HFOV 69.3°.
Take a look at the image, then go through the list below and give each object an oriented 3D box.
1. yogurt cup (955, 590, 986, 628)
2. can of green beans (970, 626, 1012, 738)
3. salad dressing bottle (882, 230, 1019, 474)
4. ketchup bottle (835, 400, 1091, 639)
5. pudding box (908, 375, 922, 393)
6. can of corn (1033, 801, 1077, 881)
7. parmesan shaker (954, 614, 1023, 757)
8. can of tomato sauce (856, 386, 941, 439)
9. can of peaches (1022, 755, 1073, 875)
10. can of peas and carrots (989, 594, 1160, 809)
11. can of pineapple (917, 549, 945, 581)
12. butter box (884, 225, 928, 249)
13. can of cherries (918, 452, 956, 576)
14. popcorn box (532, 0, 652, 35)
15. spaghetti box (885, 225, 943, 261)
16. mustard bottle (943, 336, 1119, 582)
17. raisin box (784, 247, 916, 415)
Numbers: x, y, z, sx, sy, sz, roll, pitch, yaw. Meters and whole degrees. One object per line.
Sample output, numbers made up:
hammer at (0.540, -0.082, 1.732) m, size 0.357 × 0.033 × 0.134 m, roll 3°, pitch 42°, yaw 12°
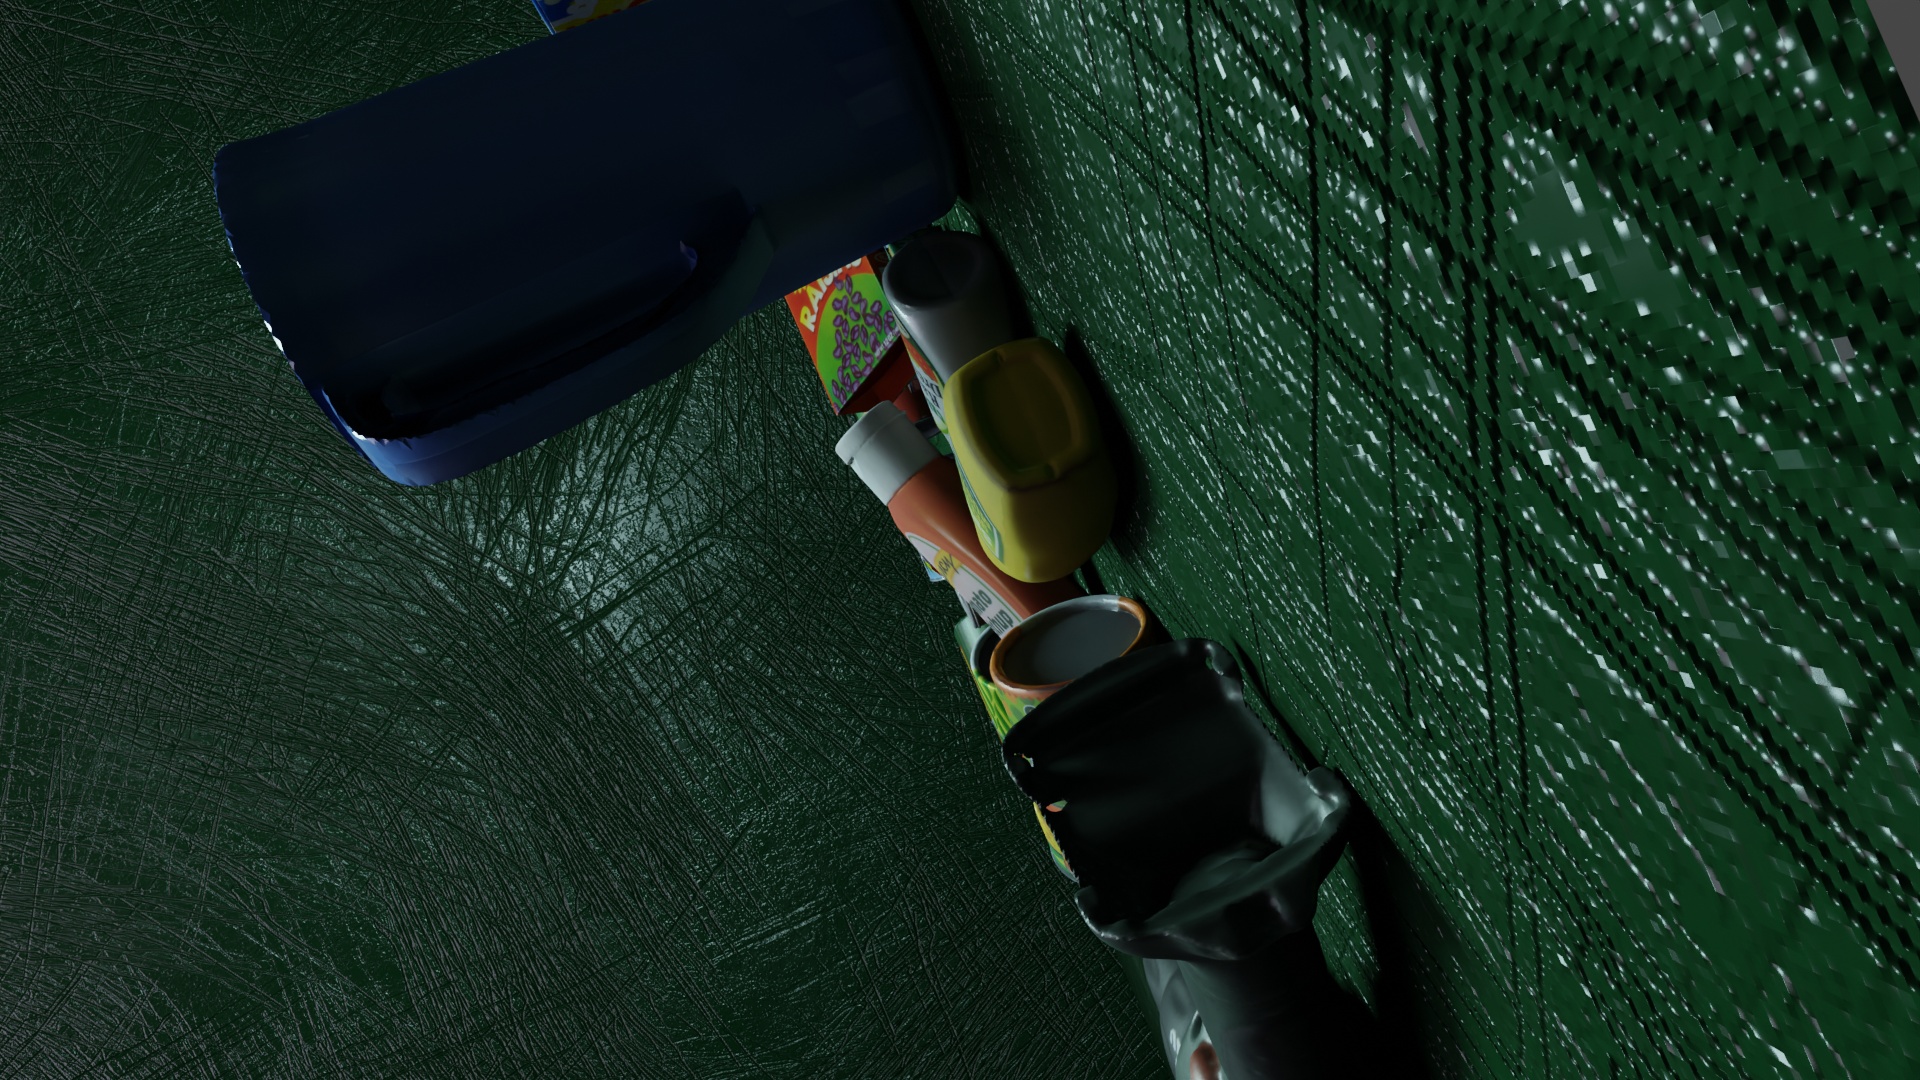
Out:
yogurt cup at (0.020, 0.014, 0.871) m, size 0.072 × 0.054 × 0.072 m, roll 162°, pitch 84°, yaw -87°
can of green beans at (0.045, 0.087, 0.874) m, size 0.071 × 0.071 × 0.057 m, roll -117°, pitch 5°, yaw -48°
salad dressing bottle at (0.008, -0.059, 0.575) m, size 0.147 × 0.044 × 0.064 m, roll 69°, pitch 175°, yaw -52°
ketchup bottle at (0.004, -0.002, 0.663) m, size 0.149 × 0.043 × 0.064 m, roll 47°, pitch 165°, yaw 3°
pudding box at (-0.030, -0.130, 0.853) m, size 0.083 × 0.030 × 0.050 m, roll 77°, pitch 170°, yaw -75°
can of corn at (0.084, 0.169, 0.847) m, size 0.058 × 0.071 × 0.071 m, roll 70°, pitch 176°, yaw -46°
parmesan shaker at (0.046, 0.096, 0.969) m, size 0.071 × 0.071 × 0.103 m, roll 73°, pitch 173°, yaw -68°
can of tomato sauce at (-0.049, -0.110, 0.969) m, size 0.071 × 0.071 × 0.083 m, roll 87°, pitch 159°, yaw -82°
can of peaches at (0.069, 0.110, 0.622) m, size 0.071 × 0.071 × 0.058 m, roll -125°, pitch 12°, yaw -75°
can of peas and carrots at (0.051, 0.063, 0.537) m, size 0.071 × 0.071 × 0.058 m, roll -120°, pitch 8°, yaw -67°
can of pineapple at (0.000, -0.012, 0.934) m, size 0.071 × 0.071 × 0.058 m, roll -140°, pitch 27°, yaw -84°
butter box at (-0.041, -0.186, 0.661) m, size 0.103 × 0.024 × 0.053 m, roll 70°, pitch 175°, yaw -59°
can of cherries at (0.003, -0.010, 0.805) m, size 0.058 × 0.071 × 0.071 m, roll 76°, pitch 170°, yaw -75°
popcorn box at (-0.125, -0.256, 0.611) m, size 0.085 × 0.127 × 0.038 m, roll 85°, pitch 164°, yaw -80°
spaghetti box at (0.018, -0.042, 0.693) m, size 0.050 × 0.029 × 0.248 m, roll -117°, pitch 4°, yaw -48°
mustard bottle at (0.027, -0.016, 0.508) m, size 0.159 × 0.049 × 0.065 m, roll 74°, pitch 173°, yaw -71°
raisin box at (-0.062, -0.146, 0.797) m, size 0.085 × 0.040 × 0.123 m, roll -44°, pitch 63°, yaw 47°
